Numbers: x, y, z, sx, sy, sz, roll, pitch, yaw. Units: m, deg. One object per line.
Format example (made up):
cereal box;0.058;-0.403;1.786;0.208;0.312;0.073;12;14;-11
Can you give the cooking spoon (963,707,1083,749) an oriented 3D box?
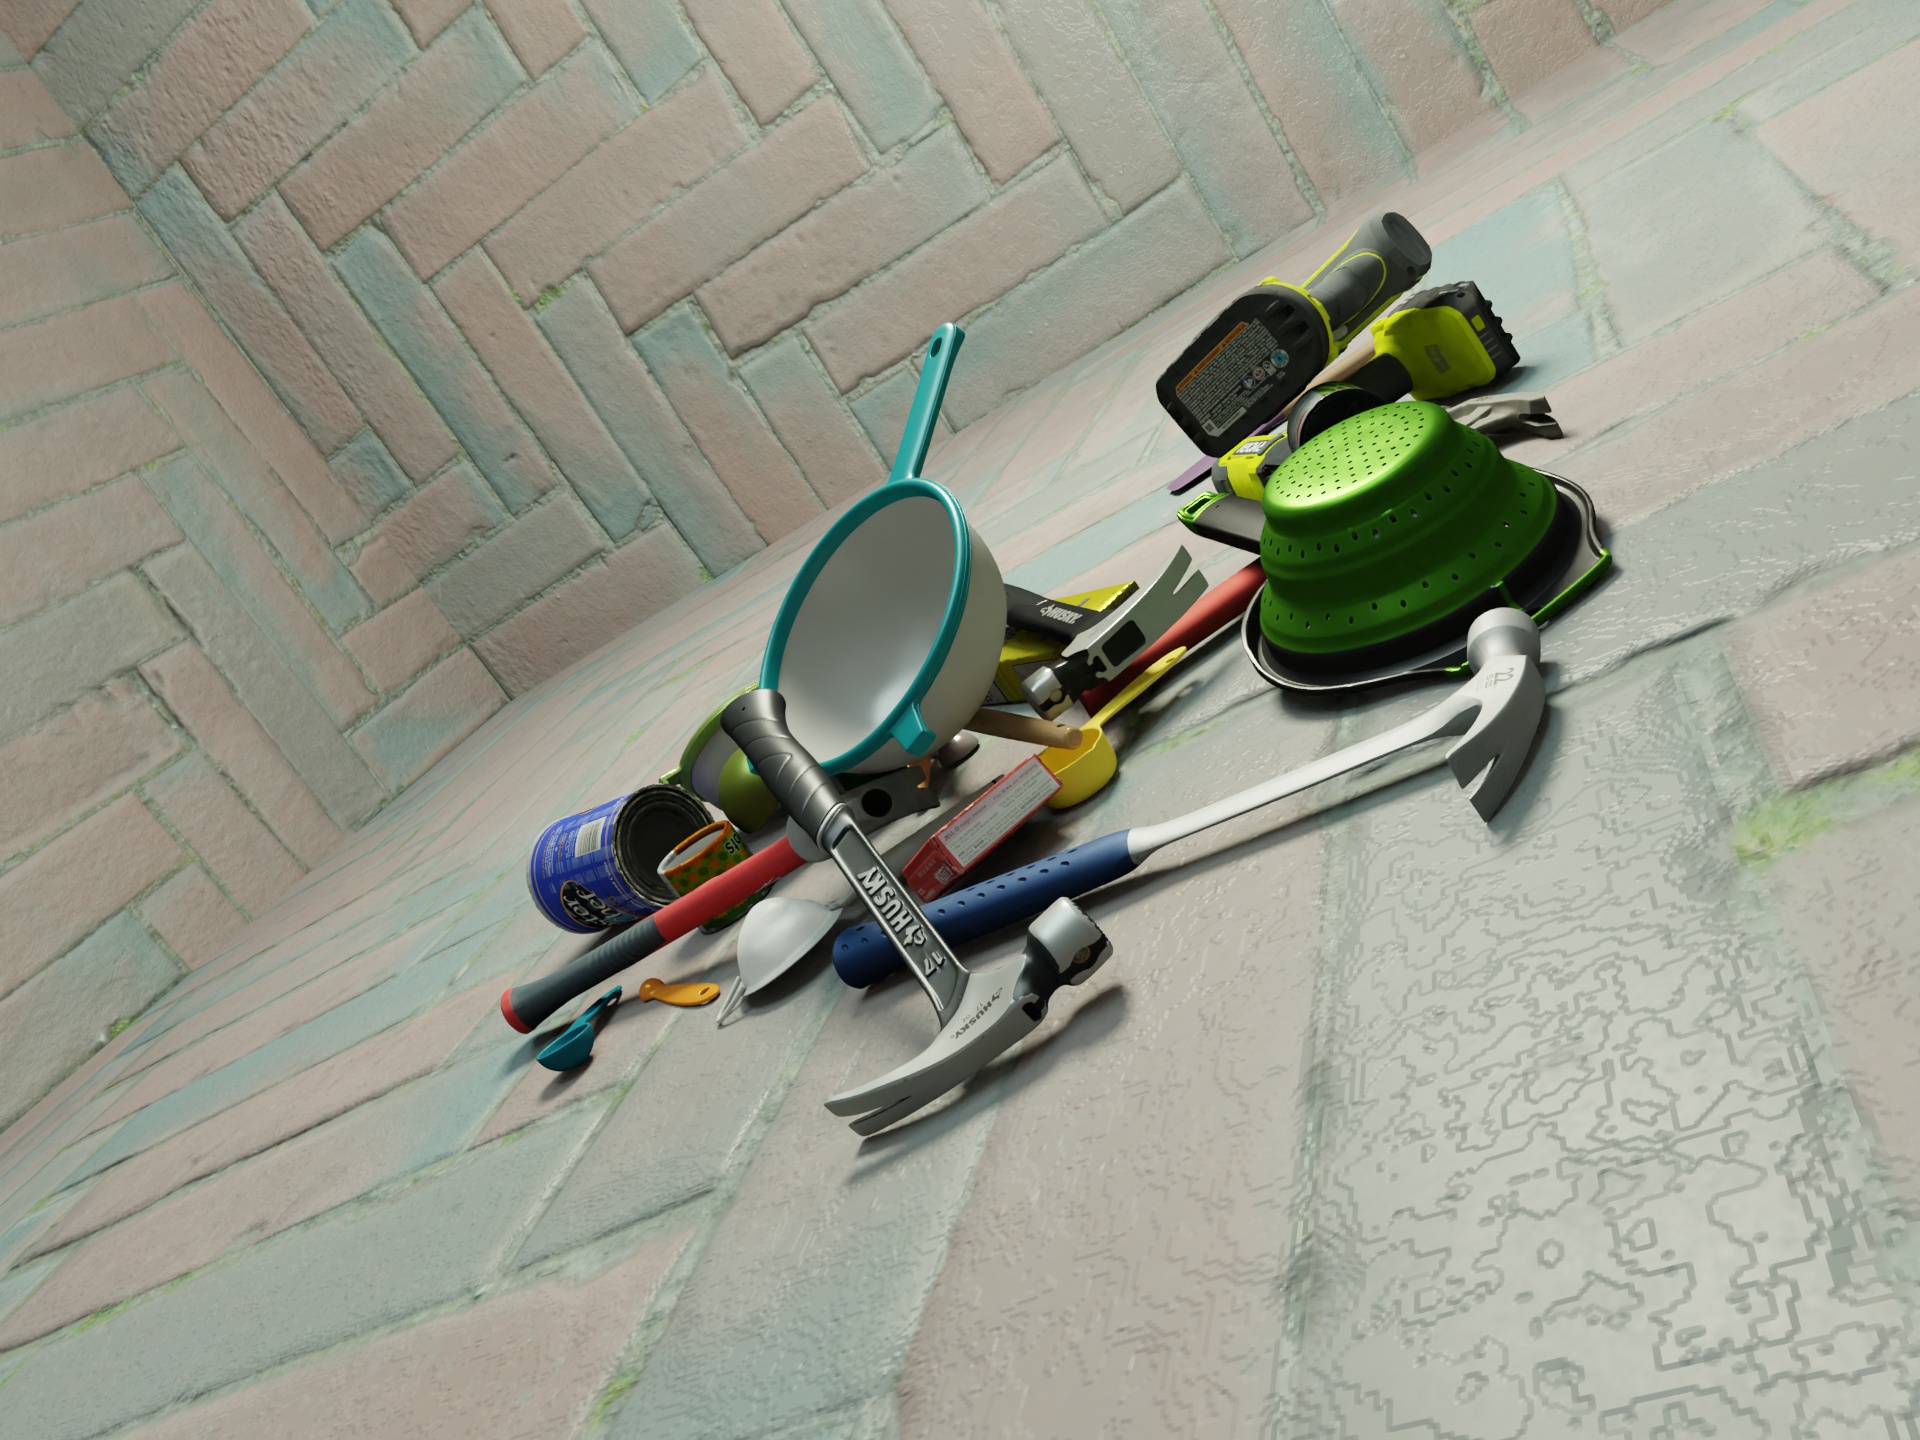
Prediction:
cooking spoon;-0.002;-0.004;1.098;0.068;0.017;0.319;-19;13;-24

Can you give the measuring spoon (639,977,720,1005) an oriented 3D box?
measuring spoon;-0.194;0.184;1.089;0.021;0.011;0.117;-42;17;-30

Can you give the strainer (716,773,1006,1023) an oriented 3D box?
strainer;-0.059;0.100;1.018;0.258;0.050;0.087;-33;9;-12

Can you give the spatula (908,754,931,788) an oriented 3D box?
spatula;-0.022;-0.029;1.271;0.323;0.041;0.081;-90;25;-57

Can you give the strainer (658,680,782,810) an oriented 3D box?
strainer;-0.124;-0.003;1.333;0.256;0.069;0.151;-46;-24;15

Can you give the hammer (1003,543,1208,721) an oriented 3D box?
hammer;0.060;-0.082;1.166;0.146;0.035;0.335;-38;19;-7

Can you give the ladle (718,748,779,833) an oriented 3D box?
ladle;-0.076;0.006;1.300;0.320;0.062;0.078;-28;-7;-46

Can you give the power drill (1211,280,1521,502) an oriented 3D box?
power drill;0.317;-0.244;1.248;0.223;0.080;0.171;-39;14;-5

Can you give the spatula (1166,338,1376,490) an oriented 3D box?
spatula;0.334;-0.316;1.554;0.316;0.018;0.060;-34;13;2

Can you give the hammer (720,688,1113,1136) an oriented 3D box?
hammer;-0.067;0.073;0.885;0.149;0.036;0.409;-42;32;-3

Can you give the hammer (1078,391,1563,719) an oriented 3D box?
hammer;0.230;-0.112;1.080;0.359;0.036;0.149;-35;14;-6

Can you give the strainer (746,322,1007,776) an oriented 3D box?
strainer;-0.022;-0.106;1.080;0.211;0.095;0.340;-9;60;50

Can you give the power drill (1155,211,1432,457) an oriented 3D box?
power drill;0.244;-0.284;1.210;0.190;0.080;0.228;-41;-1;44

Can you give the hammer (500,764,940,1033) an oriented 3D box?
hammer;-0.186;0.134;1.122;0.386;0.038;0.143;-31;-6;31

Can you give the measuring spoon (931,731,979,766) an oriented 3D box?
measuring spoon;-0.019;0.016;1.240;0.034;0.018;0.124;-38;14;-14

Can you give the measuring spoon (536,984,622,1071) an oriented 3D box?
measuring spoon;-0.261;0.218;1.128;0.042;0.021;0.128;-30;6;12

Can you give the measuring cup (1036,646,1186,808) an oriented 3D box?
measuring cup;0.101;0.004;1.005;0.156;0.029;0.062;-40;15;-32

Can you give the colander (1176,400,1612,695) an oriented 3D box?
colander;0.211;-0.132;0.963;0.204;0.094;0.397;-36;22;-6

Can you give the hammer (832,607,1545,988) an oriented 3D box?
hammer;0.096;0.062;0.803;0.405;0.035;0.144;-26;16;29
